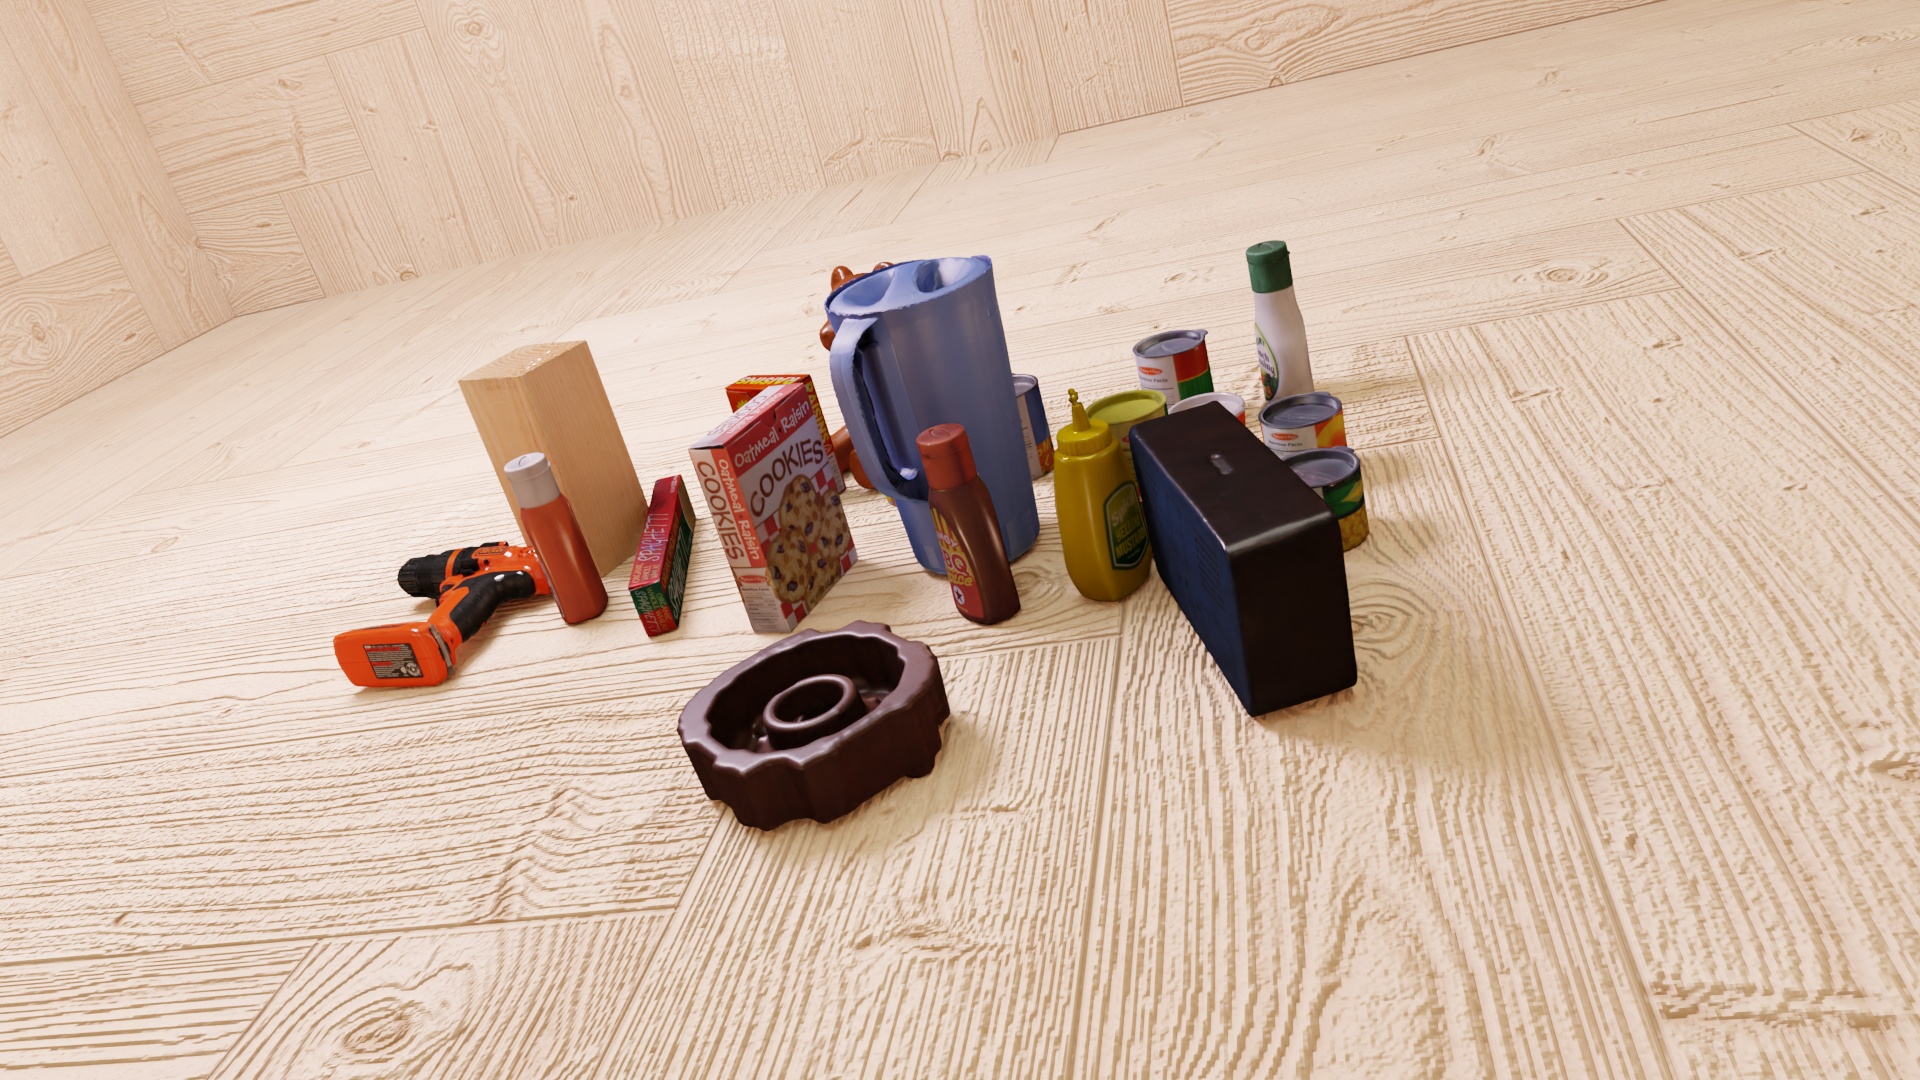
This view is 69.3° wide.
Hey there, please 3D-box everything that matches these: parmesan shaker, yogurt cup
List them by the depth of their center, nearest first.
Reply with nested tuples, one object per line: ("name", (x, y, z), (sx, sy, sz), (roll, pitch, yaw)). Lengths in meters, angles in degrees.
("parmesan shaker", (0.138, -0.060, 1.106), (0.071, 0.102, 0.071), (-13, 24, 6))
("yogurt cup", (0.213, -0.089, 1.185), (0.072, 0.053, 0.073), (-13, 24, 6))

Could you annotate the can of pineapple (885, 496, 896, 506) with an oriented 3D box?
("can of pineapple", (-0.044, -0.071, 1.290), (0.071, 0.057, 0.071), (-13, 24, 6))

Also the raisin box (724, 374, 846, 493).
("raisin box", (-0.169, -0.097, 1.338), (0.086, 0.123, 0.040), (5, 31, 38))

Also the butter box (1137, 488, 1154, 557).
("butter box", (0.145, -0.014, 1.065), (0.103, 0.053, 0.024), (-9, 25, 13))

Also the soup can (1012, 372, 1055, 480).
("soup can", (0.049, -0.103, 1.273), (0.071, 0.083, 0.071), (-13, 24, 6))

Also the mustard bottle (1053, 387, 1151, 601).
("mustard bottle", (0.098, -0.035, 1.009), (0.049, 0.159, 0.065), (8, 33, 41))

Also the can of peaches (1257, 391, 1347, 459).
("can of peaches", (0.280, -0.081, 1.123), (0.071, 0.057, 0.071), (-13, 24, 6))

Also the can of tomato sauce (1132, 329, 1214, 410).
("can of tomato sauce", (0.200, -0.144, 1.273), (0.071, 0.082, 0.071), (-13, 24, 6))

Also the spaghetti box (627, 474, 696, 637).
("spaghetti box", (-0.268, 0.008, 1.260), (0.029, 0.050, 0.251), (-15, 24, 0))

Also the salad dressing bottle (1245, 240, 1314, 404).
("salad dressing bottle", (0.287, -0.195, 1.254), (0.044, 0.147, 0.064), (-15, 24, 1))

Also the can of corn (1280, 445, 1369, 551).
("can of corn", (0.265, -0.029, 1.022), (0.071, 0.058, 0.071), (-13, 24, 6))

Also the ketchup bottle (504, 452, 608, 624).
("ketchup bottle", (-0.354, -0.003, 1.216), (0.043, 0.148, 0.065), (-19, 24, -8))

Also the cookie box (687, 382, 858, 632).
("cookie box", (-0.146, -0.028, 1.125), (0.040, 0.166, 0.123), (-2, 28, 28))

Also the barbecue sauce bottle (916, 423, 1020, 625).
("barbecue sauce bottle", (0.004, -0.013, 1.030), (0.044, 0.148, 0.065), (-25, 26, -20))
